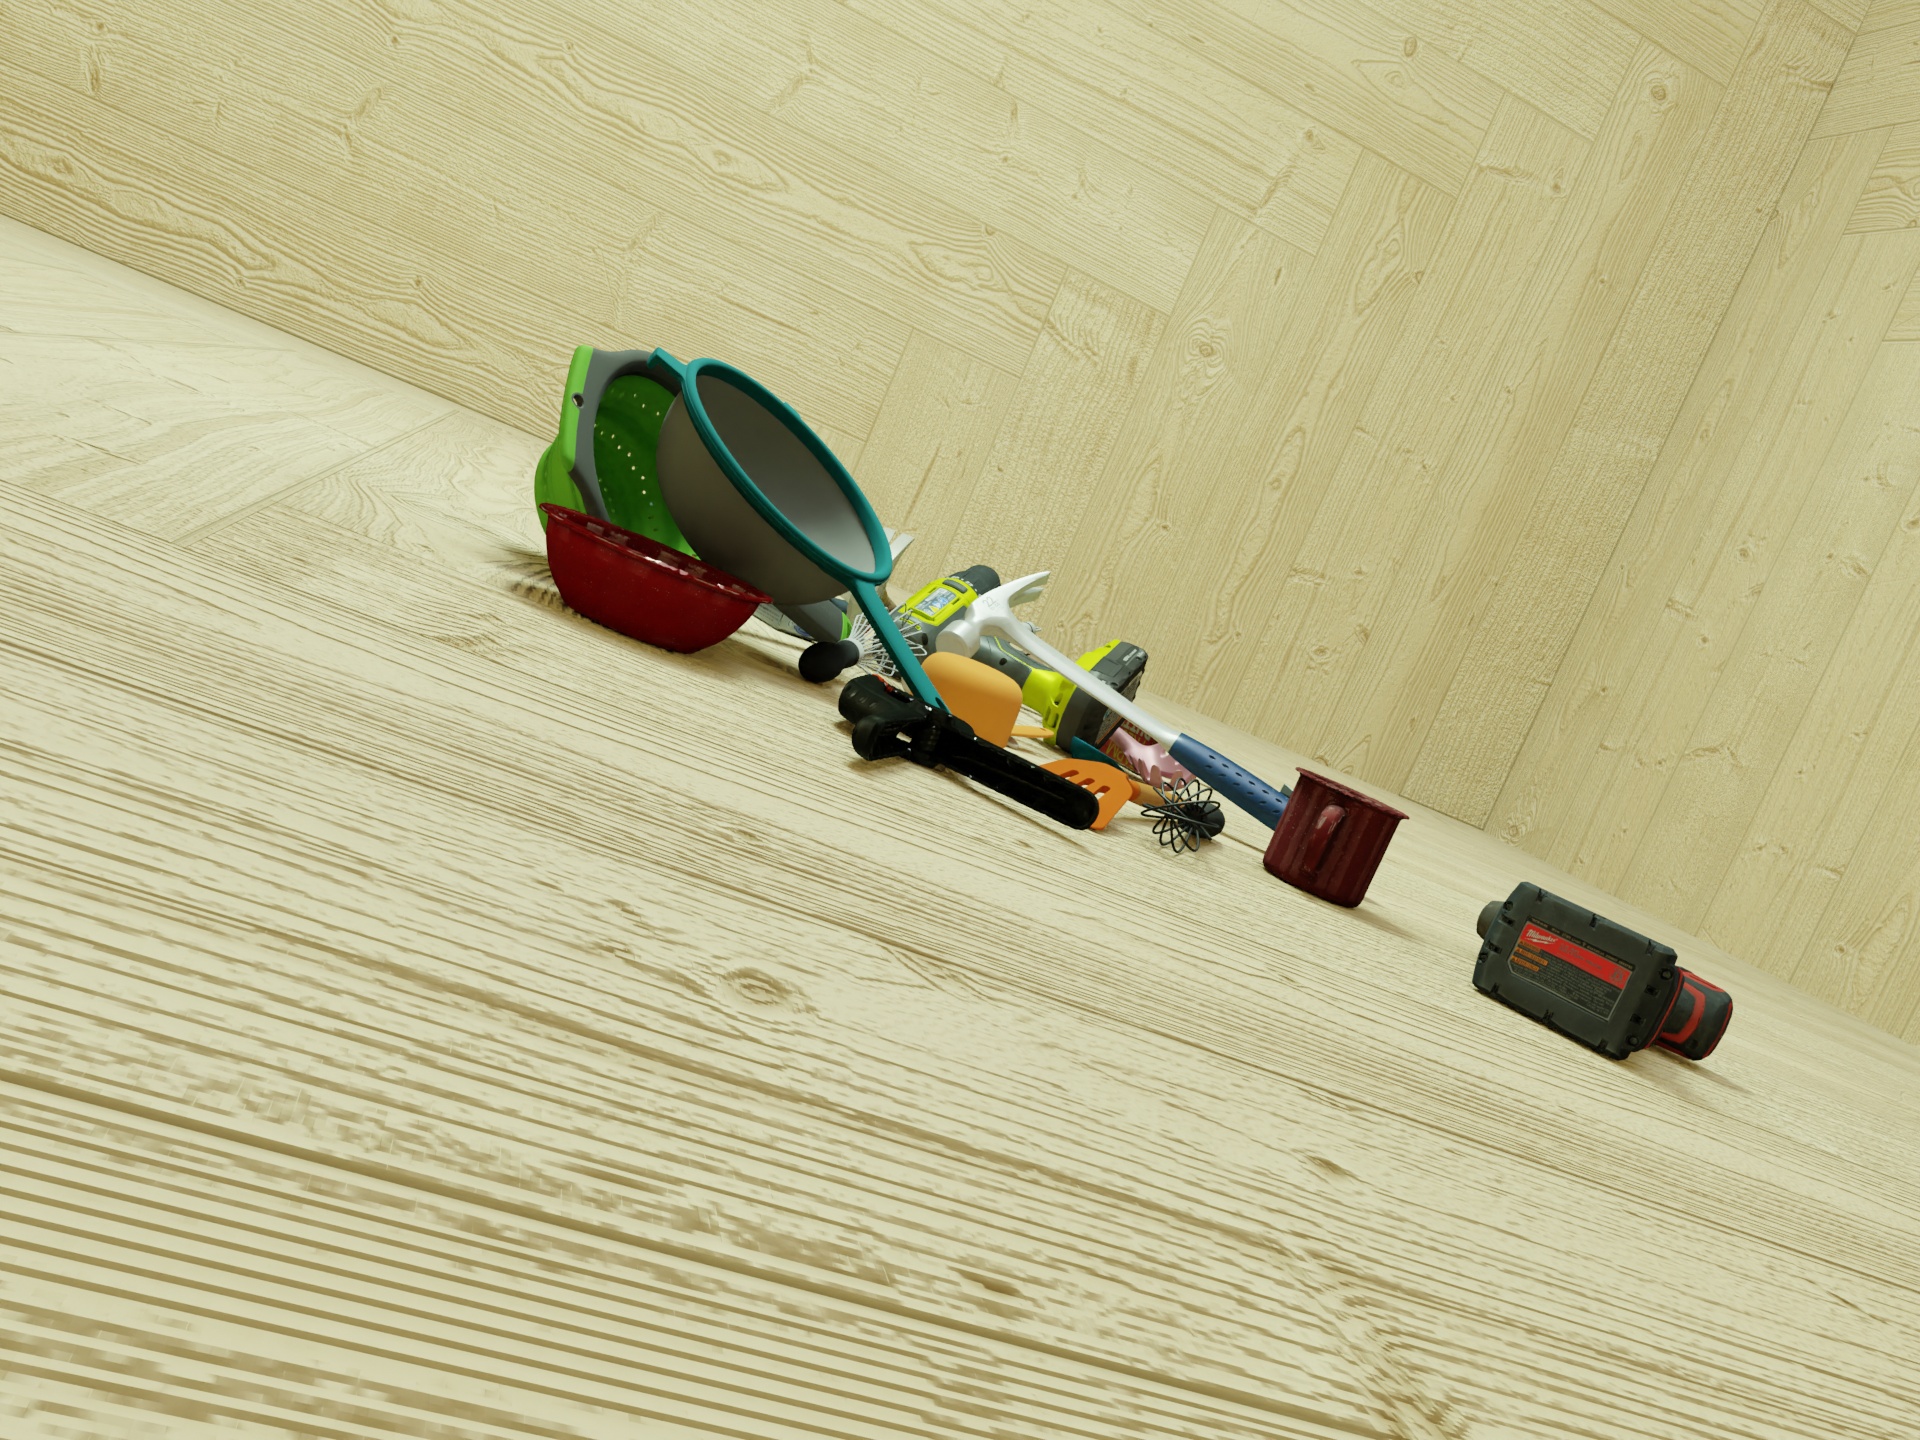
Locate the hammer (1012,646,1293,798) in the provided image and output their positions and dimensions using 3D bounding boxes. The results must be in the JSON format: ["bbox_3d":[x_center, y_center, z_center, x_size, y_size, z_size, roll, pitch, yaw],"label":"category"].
[{"bbox_3d":[0.215,0.016,1.737,0.409,0.036,0.149,27,4,-4],"label":"hammer"}]

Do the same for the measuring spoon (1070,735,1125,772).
[{"bbox_3d":[0.123,0.041,1.408,0.042,0.021,0.128,32,-1,21],"label":"measuring spoon"}]

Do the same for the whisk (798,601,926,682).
[{"bbox_3d":[-0.082,-0.059,1.284,0.070,0.070,0.284,24,11,7],"label":"whisk"}]

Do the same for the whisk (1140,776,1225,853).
[{"bbox_3d":[0.173,0.071,1.167,0.055,0.055,0.239,25,2,16],"label":"whisk"}]

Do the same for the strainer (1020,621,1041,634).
[{"bbox_3d":[0.011,-0.078,1.636,0.087,0.050,0.258,8,14,36],"label":"strainer"}]

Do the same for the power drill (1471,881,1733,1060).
[{"bbox_3d":[0.435,0.173,1.129,0.188,0.080,0.226,27,4,35],"label":"power drill"}]

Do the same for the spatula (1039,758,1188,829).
[{"bbox_3d":[0.130,0.063,1.186,0.081,0.041,0.322,27,3,26],"label":"spatula"}]

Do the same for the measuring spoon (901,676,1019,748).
[{"bbox_3d":[-0.002,-0.004,1.331,0.124,0.018,0.034,34,21,25],"label":"measuring spoon"}]

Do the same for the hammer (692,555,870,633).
[{"bbox_3d":[-0.215,-0.139,1.574,0.143,0.038,0.386,30,9,41],"label":"hammer"}]

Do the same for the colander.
[{"bbox_3d":[-0.219,-0.138,1.280,0.094,0.205,0.396,-11,-29,25],"label":"colander"}]

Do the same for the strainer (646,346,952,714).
[{"bbox_3d":[-0.121,-0.106,1.157,0.340,0.095,0.211,58,19,16],"label":"strainer"}]

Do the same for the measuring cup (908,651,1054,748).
[{"bbox_3d":[0.031,-0.016,1.282,0.095,0.052,0.173,30,15,36],"label":"measuring cup"}]

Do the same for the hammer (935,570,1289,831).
[{"bbox_3d":[0.178,0.009,1.363,0.405,0.035,0.144,35,45,11],"label":"hammer"}]

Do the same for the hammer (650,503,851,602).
[{"bbox_3d":[-0.194,-0.159,1.521,0.128,0.033,0.330,36,12,28],"label":"hammer"}]

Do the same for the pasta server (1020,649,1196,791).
[{"bbox_3d":[0.136,-0.008,1.562,0.060,0.040,0.317,-11,31,-24],"label":"pasta server"}]

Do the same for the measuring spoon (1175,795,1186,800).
[{"bbox_3d":[0.158,0.063,1.364,0.116,0.011,0.021,17,8,-20],"label":"measuring spoon"}]

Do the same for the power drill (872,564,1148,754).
[{"bbox_3d":[0.054,-0.067,1.499,0.228,0.080,0.190,27,36,16],"label":"power drill"}]

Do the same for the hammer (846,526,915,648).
[{"bbox_3d":[-0.077,-0.111,1.598,0.031,0.130,0.331,21,-3,3],"label":"hammer"}]
